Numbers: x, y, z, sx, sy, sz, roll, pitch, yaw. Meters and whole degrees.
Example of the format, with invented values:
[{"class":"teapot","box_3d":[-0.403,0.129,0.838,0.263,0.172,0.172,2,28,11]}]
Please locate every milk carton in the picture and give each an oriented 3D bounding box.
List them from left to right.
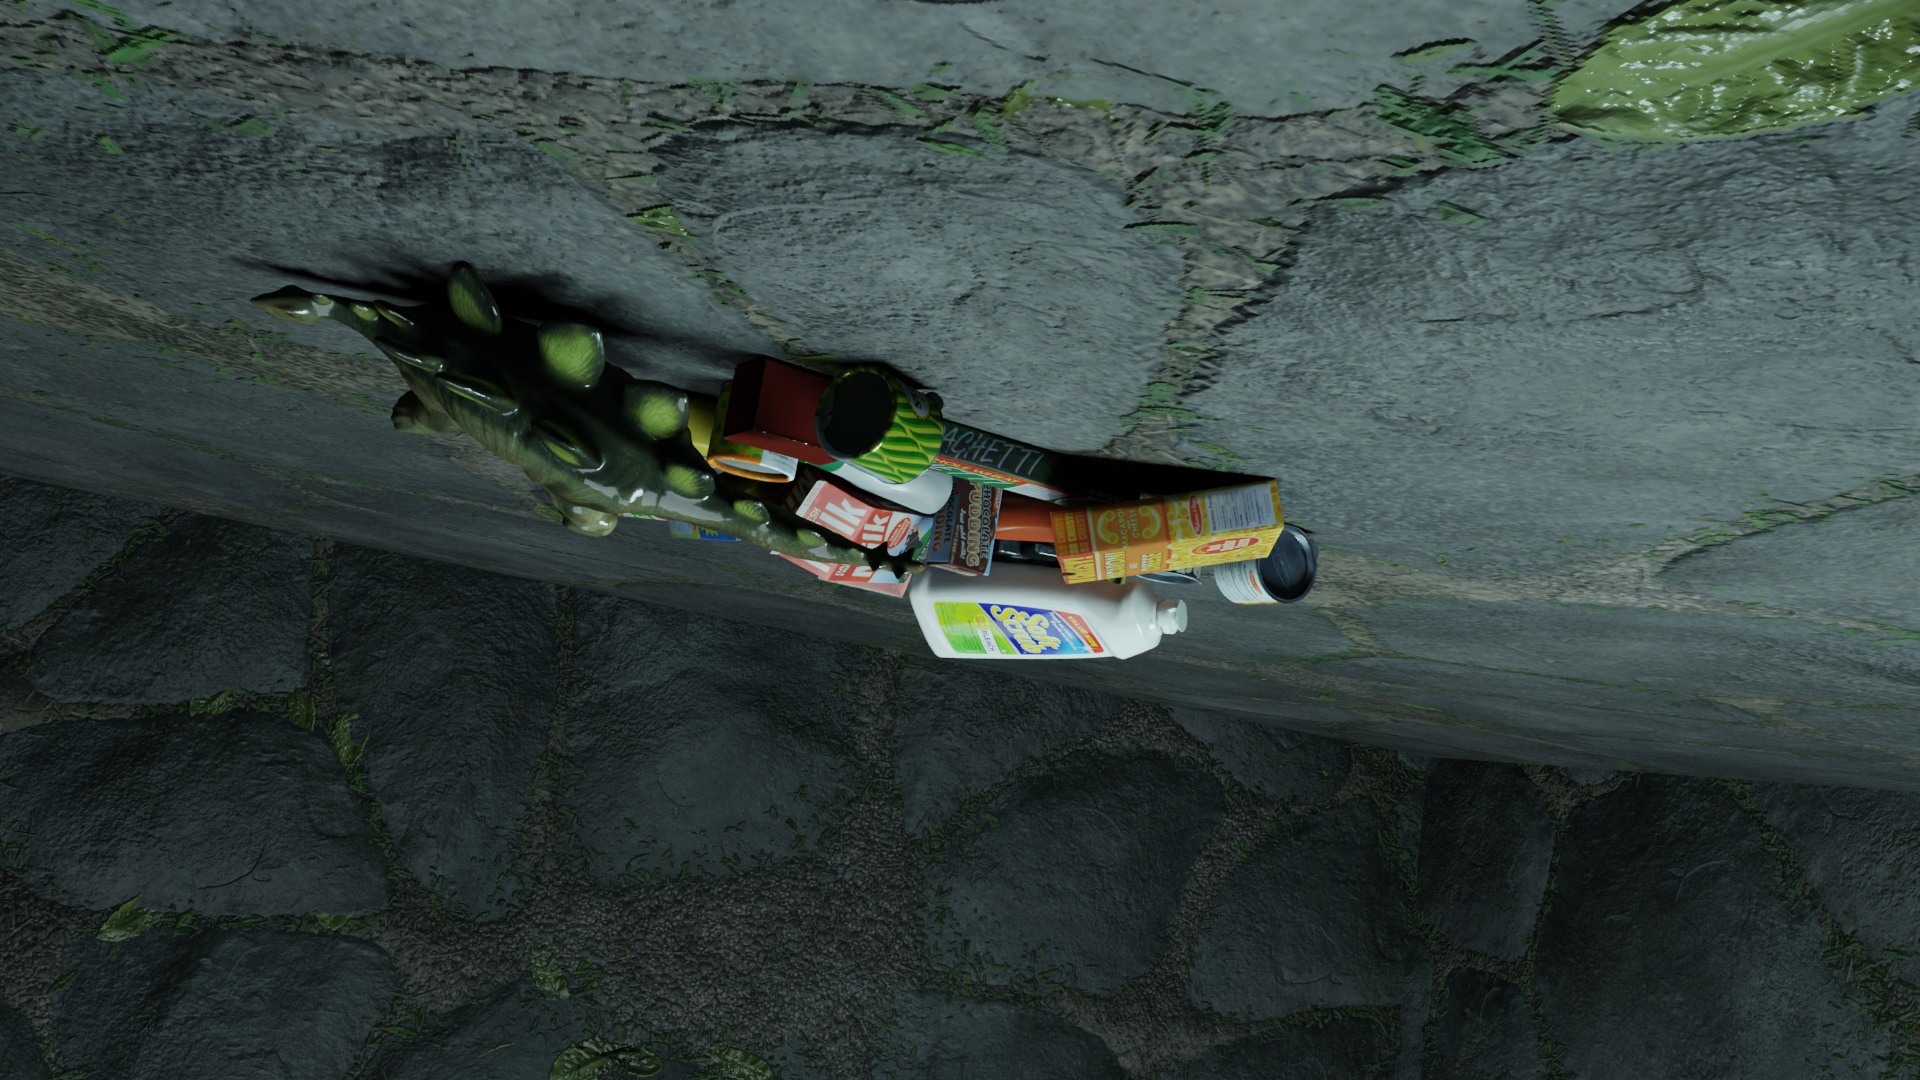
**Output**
[{"class":"milk carton","box_3d":[-0.093,-0.014,1.147,0.073,0.072,0.191,37,-169,19]}]

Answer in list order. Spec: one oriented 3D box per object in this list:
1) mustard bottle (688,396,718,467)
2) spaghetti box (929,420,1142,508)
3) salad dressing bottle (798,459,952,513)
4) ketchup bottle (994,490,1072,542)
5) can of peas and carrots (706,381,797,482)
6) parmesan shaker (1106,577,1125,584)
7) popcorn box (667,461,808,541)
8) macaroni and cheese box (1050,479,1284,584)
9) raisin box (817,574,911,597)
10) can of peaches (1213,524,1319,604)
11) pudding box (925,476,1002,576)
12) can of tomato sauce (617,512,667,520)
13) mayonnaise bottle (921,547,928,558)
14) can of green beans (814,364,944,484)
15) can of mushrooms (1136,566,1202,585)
[{"class":"mustard bottle","box_3d":[-0.190,-0.081,1.078,0.160,0.049,0.065,12,172,-11]},{"class":"spaghetti box","box_3d":[0.021,-0.060,1.043,0.250,0.029,0.050,14,169,-26]},{"class":"salad dressing bottle","box_3d":[-0.071,-0.061,1.093,0.064,0.044,0.147,16,177,45]},{"class":"ketchup bottle","box_3d":[0.053,-0.021,1.198,0.149,0.043,0.065,3,176,37]},{"class":"can of peas and carrots","box_3d":[-0.151,-0.079,1.019,0.071,0.059,0.071,10,170,2]},{"class":"parmesan shaker","box_3d":[0.132,0.035,1.392,0.071,0.071,0.103,9,173,5]},{"class":"popcorn box","box_3d":[-0.175,-0.038,1.172,0.085,0.038,0.127,3,-158,39]},{"class":"macaroni and cheese box","box_3d":[0.157,-0.004,1.068,0.166,0.040,0.123,-9,168,5]},{"class":"raisin box","box_3d":[-0.099,0.000,1.312,0.086,0.040,0.124,13,-155,-22]},{"class":"can of peaches","box_3d":[0.258,0.020,1.171,0.071,0.071,0.058,15,169,-27]},{"class":"pudding box","box_3d":[0.004,-0.015,1.165,0.049,0.084,0.030,19,167,-42]},{"class":"can of tomato sauce","box_3d":[-0.289,-0.051,1.301,0.083,0.071,0.071,6,170,21]},{"class":"mayonnaise bottle","box_3d":[-0.035,-0.011,1.365,0.065,0.041,0.148,11,169,-10]},{"class":"can of green beans","box_3d":[-0.053,-0.076,0.912,0.071,0.071,0.058,4,168,32]},{"class":"can of mushrooms","box_3d":[0.200,0.021,1.330,0.071,0.033,0.071,10,170,2]}]
